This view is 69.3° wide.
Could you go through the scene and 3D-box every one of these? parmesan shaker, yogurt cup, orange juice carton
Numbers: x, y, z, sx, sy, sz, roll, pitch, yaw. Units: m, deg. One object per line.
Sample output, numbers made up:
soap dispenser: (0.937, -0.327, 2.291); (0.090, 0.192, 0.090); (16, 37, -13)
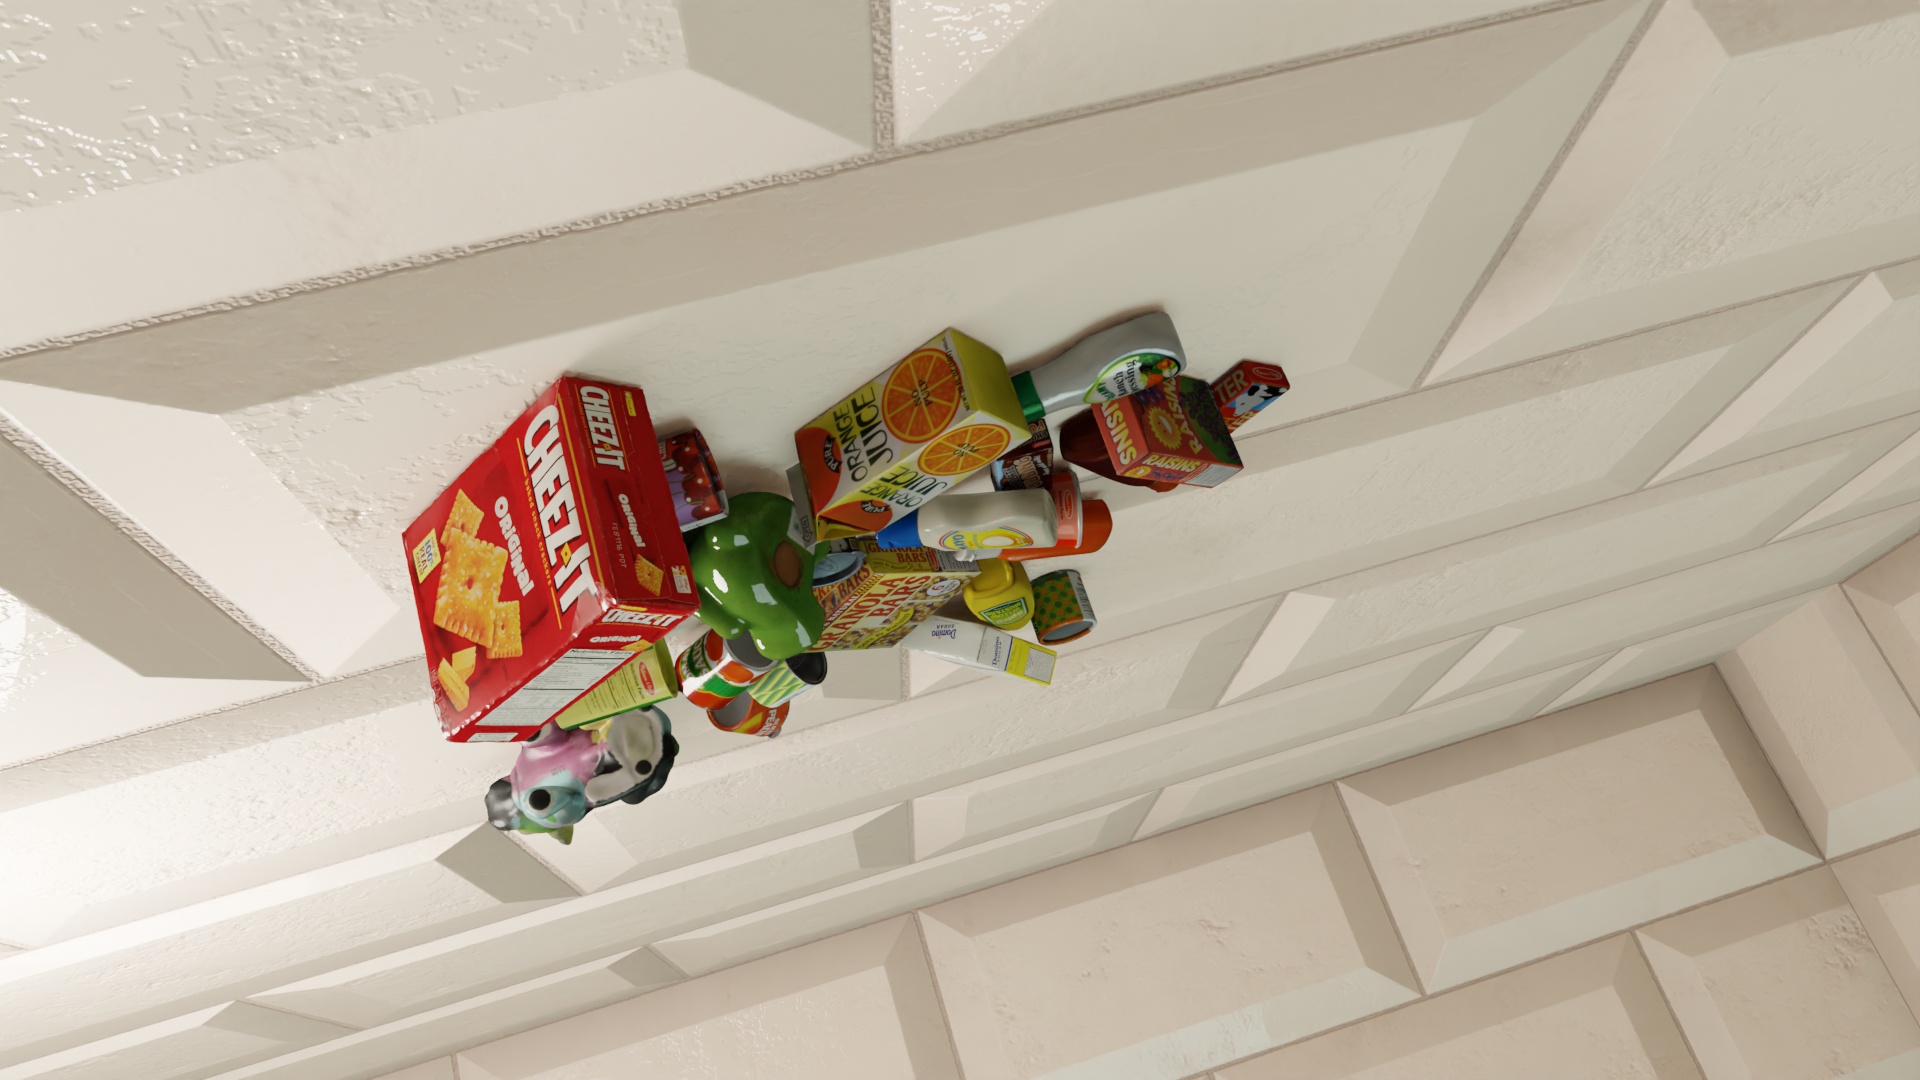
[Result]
parmesan shaker: (-0.315, 0.122, 1.251); (0.103, 0.071, 0.071); (-17, 157, -2)
yogurt cup: (0.075, -0.026, 1.211); (0.054, 0.072, 0.072); (-4, 156, -3)
orange juice carton: (-0.051, -0.067, 1.011); (0.192, 0.072, 0.073); (-31, 154, 26)

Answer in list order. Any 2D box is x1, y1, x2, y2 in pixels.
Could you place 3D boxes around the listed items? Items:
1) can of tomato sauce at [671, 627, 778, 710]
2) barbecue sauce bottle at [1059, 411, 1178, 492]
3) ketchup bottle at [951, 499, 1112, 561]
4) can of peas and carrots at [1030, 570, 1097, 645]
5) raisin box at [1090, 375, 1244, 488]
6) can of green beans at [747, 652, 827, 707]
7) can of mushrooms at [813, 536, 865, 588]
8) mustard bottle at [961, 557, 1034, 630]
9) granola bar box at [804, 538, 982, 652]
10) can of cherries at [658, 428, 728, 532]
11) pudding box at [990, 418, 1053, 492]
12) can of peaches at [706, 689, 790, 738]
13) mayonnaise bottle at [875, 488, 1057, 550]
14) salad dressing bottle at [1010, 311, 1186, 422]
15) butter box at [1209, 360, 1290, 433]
can of tomato sauce: (-0.218, 0.110, 1.293); (0.071, 0.071, 0.082); (6, 146, -45)
barbecue sauce bottle: (0.144, -0.072, 1.183); (0.065, 0.044, 0.148); (-10, 165, 31)
ketchup bottle: (0.063, -0.006, 1.273); (0.149, 0.044, 0.064); (-6, 153, -27)
can of peas and carrots: (0.102, 0.073, 1.460); (0.071, 0.059, 0.070); (-16, 156, -7)
raisin box: (0.162, -0.090, 1.103); (0.123, 0.086, 0.040); (5, 149, -43)
can of green beans: (-0.173, 0.121, 1.351); (0.057, 0.071, 0.071); (-30, 155, 27)
can of mushrooms: (-0.117, 0.012, 1.188); (0.071, 0.033, 0.070); (-15, 156, -7)
mustard bottle: (0.045, 0.059, 1.400); (0.065, 0.049, 0.160); (-19, 157, 8)
granola bar box: (-0.077, 0.052, 1.303); (0.124, 0.039, 0.164); (0, 151, -39)
can of cherries: (-0.201, -0.040, 0.968); (0.058, 0.072, 0.071); (-19, 157, 0)
pudding box: (0.050, -0.065, 1.146); (0.050, 0.030, 0.083); (-15, 157, -4)
can of peaches: (-0.216, 0.166, 1.414); (0.071, 0.071, 0.058); (-29, 154, 23)
mayonnaise bottle: (0.004, -0.015, 1.160); (0.148, 0.041, 0.064); (-4, 156, 13)
salad dressing bottle: (0.091, -0.122, 1.031); (0.147, 0.044, 0.064); (-21, 154, 6)
butter box: (0.224, -0.113, 1.180); (0.053, 0.024, 0.103); (2, 150, -42)
